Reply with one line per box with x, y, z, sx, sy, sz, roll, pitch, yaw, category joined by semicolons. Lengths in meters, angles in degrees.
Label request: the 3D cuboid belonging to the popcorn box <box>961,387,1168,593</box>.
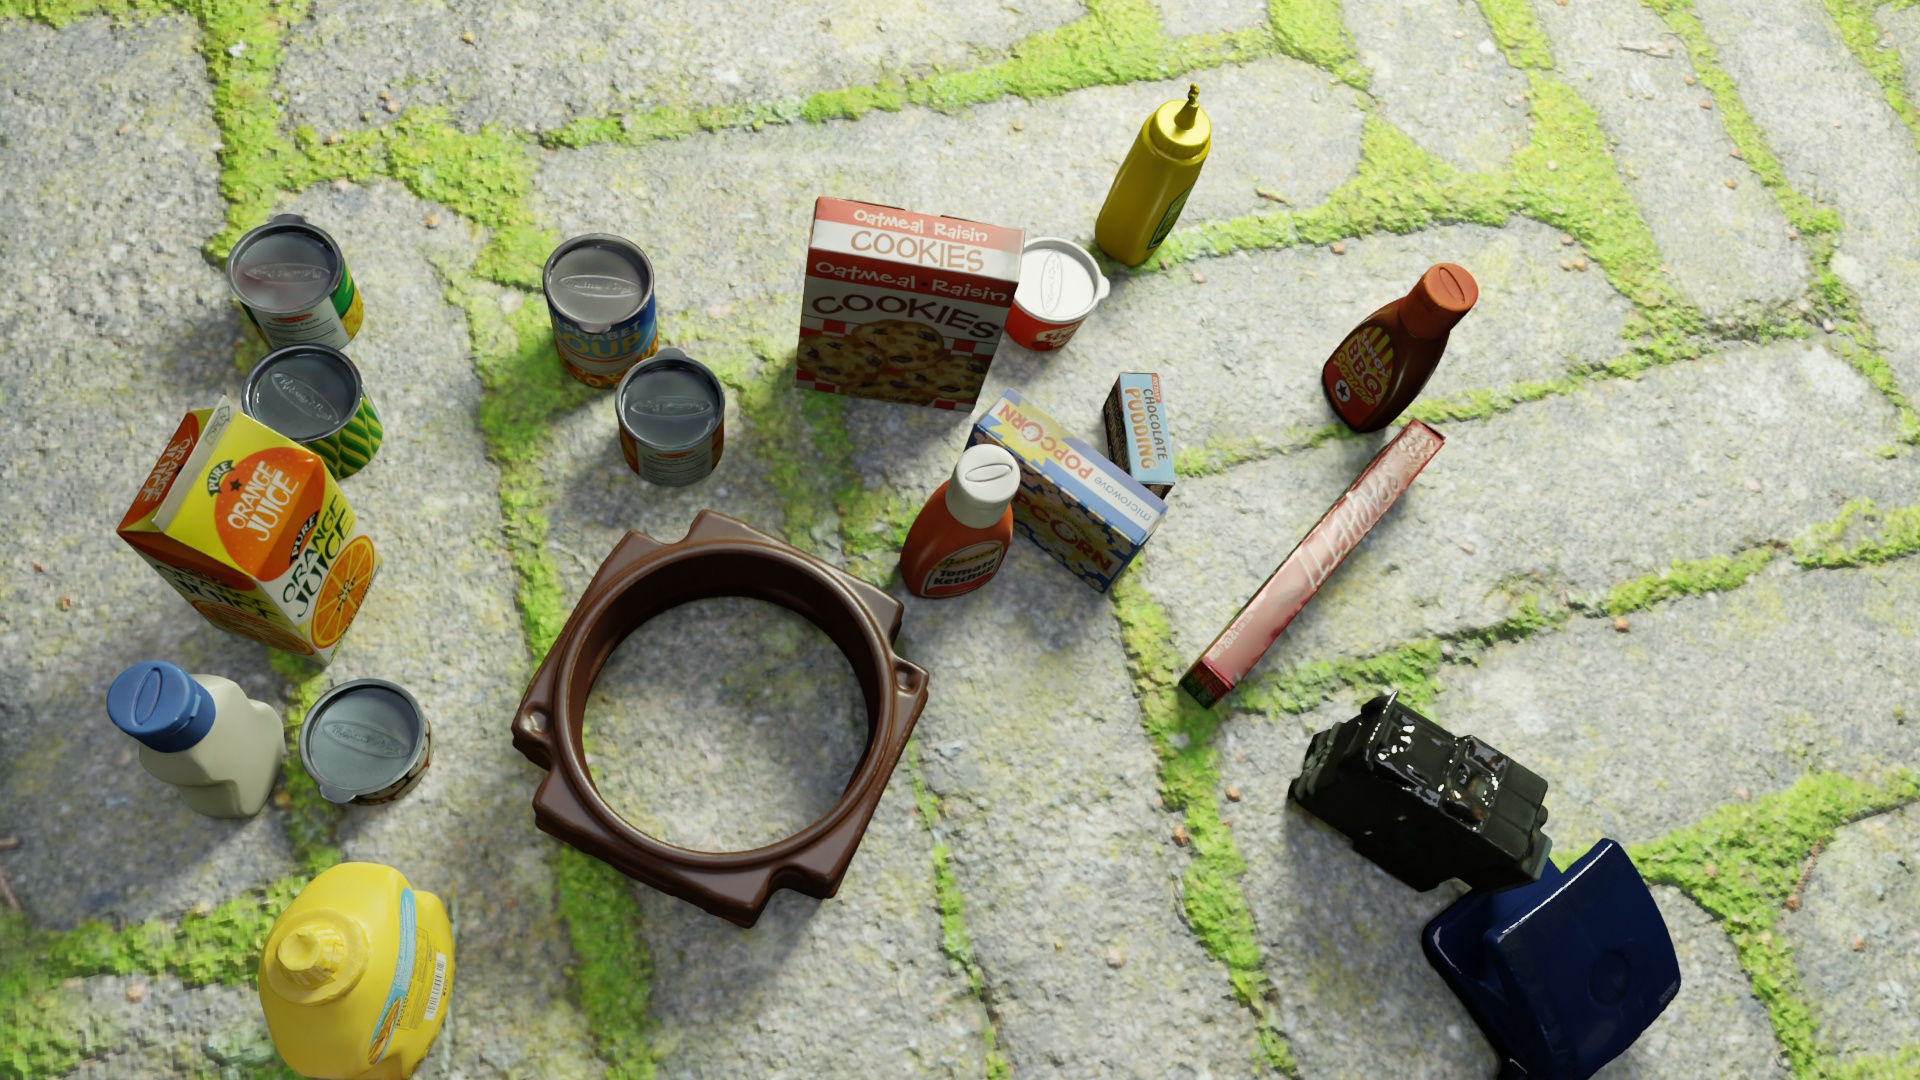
0.061;-0.030;0.880;0.127;0.085;0.038;37;67;7;popcorn box

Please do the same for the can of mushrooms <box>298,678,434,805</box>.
-0.332;0.115;0.777;0.071;0.033;0.071;4;67;-8;can of mushrooms

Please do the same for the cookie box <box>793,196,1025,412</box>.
-0.037;-0.142;0.865;0.123;0.166;0.040;8;67;-7;cookie box

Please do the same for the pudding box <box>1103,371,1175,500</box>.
0.118;-0.065;0.924;0.030;0.049;0.084;0;68;-10;pudding box

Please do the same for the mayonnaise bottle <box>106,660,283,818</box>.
-0.389;0.099;0.711;0.041;0.147;0.065;7;67;-7;mayonnaise bottle

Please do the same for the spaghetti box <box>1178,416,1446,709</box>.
0.234;0.011;0.912;0.029;0.050;0.251;42;67;8;spaghetti box

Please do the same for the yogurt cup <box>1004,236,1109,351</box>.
0.059;-0.166;0.954;0.072;0.053;0.072;4;67;-8;yogurt cup

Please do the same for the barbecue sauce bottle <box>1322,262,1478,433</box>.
0.294;-0.131;0.929;0.044;0.148;0.065;-18;72;-16;barbecue sauce bottle

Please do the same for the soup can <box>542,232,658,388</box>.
-0.226;-0.141;0.877;0.071;0.083;0.071;4;67;-8;soup can

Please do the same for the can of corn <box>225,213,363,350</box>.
-0.412;-0.157;0.865;0.071;0.058;0.071;4;67;-8;can of corn

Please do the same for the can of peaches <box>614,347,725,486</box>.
-0.181;-0.076;0.872;0.071;0.057;0.071;4;67;-8;can of peaches

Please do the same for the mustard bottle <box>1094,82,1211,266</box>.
0.136;-0.252;0.946;0.049;0.159;0.065;37;67;6;mustard bottle

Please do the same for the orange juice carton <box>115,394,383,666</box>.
-0.374;-0.003;0.733;0.073;0.192;0.072;19;66;-2;orange juice carton

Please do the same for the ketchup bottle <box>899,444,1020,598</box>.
0.003;-0.010;0.827;0.065;0.148;0.043;-14;71;-15;ketchup bottle

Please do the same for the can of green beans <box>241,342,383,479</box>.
-0.388;-0.076;0.835;0.071;0.057;0.071;4;67;-8;can of green beans
